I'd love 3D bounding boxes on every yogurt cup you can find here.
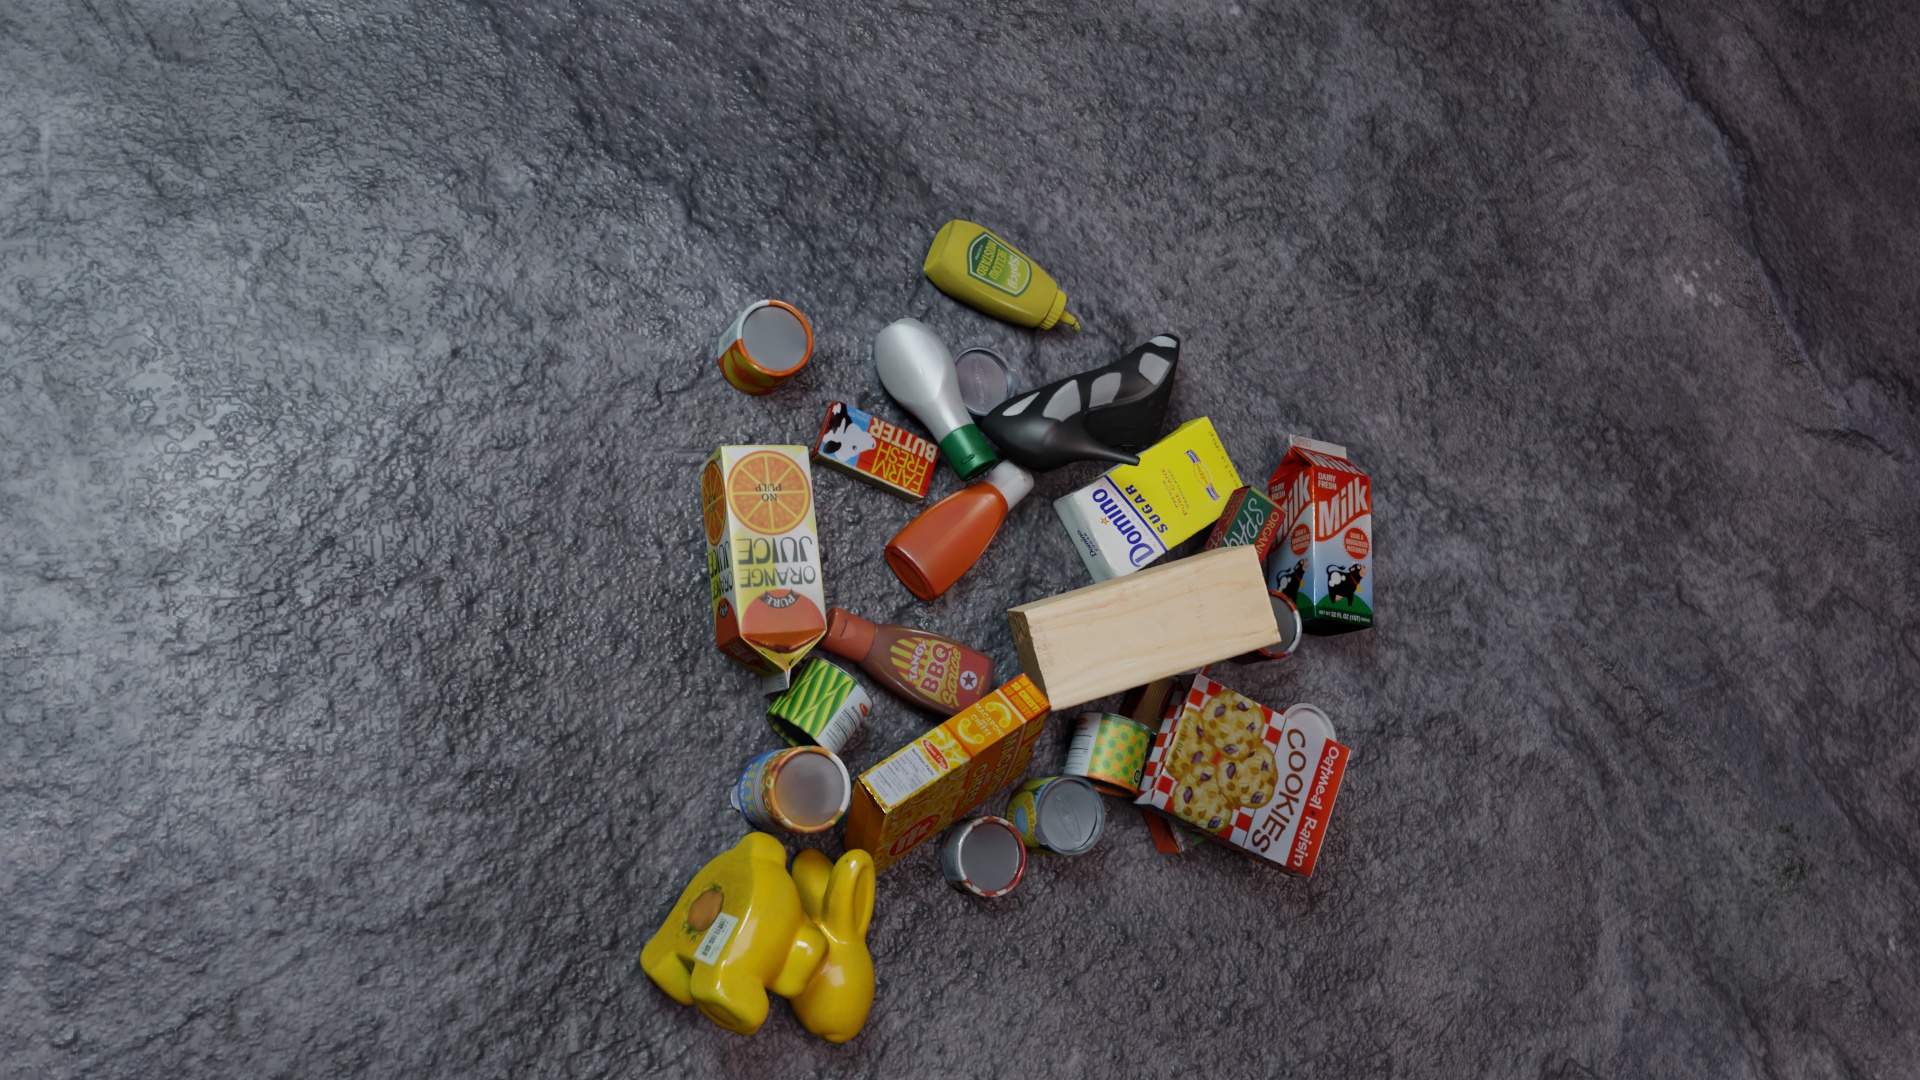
[{"bbox_3d":[0.310,0.189,1.304,0.072,0.053,0.072,6,76,-25],"label":"yogurt cup"}]

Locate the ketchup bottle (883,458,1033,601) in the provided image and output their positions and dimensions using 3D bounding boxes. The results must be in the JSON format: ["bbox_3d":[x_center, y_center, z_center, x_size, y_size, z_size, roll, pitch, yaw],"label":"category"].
[{"bbox_3d":[0.004,-0.015,1.207,0.149,0.043,0.064,-42,97,-27],"label":"ketchup bottle"}]

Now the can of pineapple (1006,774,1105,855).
[{"bbox_3d":[0.078,0.234,1.178,0.071,0.057,0.071,6,76,-25],"label":"can of pineapple"}]

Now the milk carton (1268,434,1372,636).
[{"bbox_3d":[0.350,-0.008,1.358,0.072,0.073,0.191,11,74,-23],"label":"milk carton"}]

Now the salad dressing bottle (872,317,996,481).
[{"bbox_3d":[-0.021,-0.121,1.198,0.064,0.044,0.148,-33,78,12],"label":"salad dressing bottle"}]

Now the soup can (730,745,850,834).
[{"bbox_3d":[-0.132,0.193,1.070,0.071,0.083,0.071,6,77,-24],"label":"soup can"}]

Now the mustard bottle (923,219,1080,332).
[{"bbox_3d":[0.047,-0.233,1.274,0.160,0.048,0.065,25,70,-19],"label":"mustard bottle"}]

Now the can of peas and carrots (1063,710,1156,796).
[{"bbox_3d":[0.130,0.187,1.209,0.071,0.070,0.059,24,70,-20],"label":"can of peas and carrots"}]

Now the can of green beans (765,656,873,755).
[{"bbox_3d":[-0.112,0.135,1.103,0.071,0.071,0.058,43,65,-12],"label":"can of green beans"}]

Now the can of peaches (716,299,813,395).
[{"bbox_3d":[-0.160,-0.158,1.151,0.071,0.058,0.071,6,76,-24],"label":"can of peaches"}]

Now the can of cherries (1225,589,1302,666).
[{"bbox_3d":[0.276,0.082,1.310,0.071,0.058,0.071,6,76,-25],"label":"can of cherries"}]

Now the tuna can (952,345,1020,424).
[{"bbox_3d":[0.016,-0.139,1.247,0.071,0.032,0.071,6,76,-25],"label":"tuna can"}]

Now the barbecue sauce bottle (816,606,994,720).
[{"bbox_3d":[-0.047,0.100,1.156,0.148,0.043,0.065,25,70,-19],"label":"barbecue sauce bottle"}]

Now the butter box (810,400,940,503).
[{"bbox_3d":[-0.073,-0.075,1.194,0.103,0.024,0.053,23,70,-20],"label":"butter box"}]

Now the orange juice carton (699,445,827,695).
[{"bbox_3d":[-0.156,0.025,1.104,0.073,0.071,0.193,-3,79,-26],"label":"orange juice carton"}]

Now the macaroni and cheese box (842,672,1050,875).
[{"bbox_3d":[-0.011,0.189,1.108,0.167,0.123,0.040,-29,64,-28],"label":"macaroni and cheese box"}]

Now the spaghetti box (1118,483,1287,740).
[{"bbox_3d":[0.225,0.066,1.278,0.050,0.028,0.250,33,78,-17],"label":"spaghetti box"}]

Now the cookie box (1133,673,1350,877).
[{"bbox_3d":[0.250,0.208,1.225,0.167,0.040,0.123,26,73,-12],"label":"cookie box"}]

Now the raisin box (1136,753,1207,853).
[{"bbox_3d":[0.221,0.220,1.262,0.124,0.040,0.086,-19,86,-29],"label":"raisin box"}]

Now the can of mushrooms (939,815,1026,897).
[{"bbox_3d":[0.021,0.263,1.158,0.071,0.033,0.071,6,75,-24],"label":"can of mushrooms"}]
